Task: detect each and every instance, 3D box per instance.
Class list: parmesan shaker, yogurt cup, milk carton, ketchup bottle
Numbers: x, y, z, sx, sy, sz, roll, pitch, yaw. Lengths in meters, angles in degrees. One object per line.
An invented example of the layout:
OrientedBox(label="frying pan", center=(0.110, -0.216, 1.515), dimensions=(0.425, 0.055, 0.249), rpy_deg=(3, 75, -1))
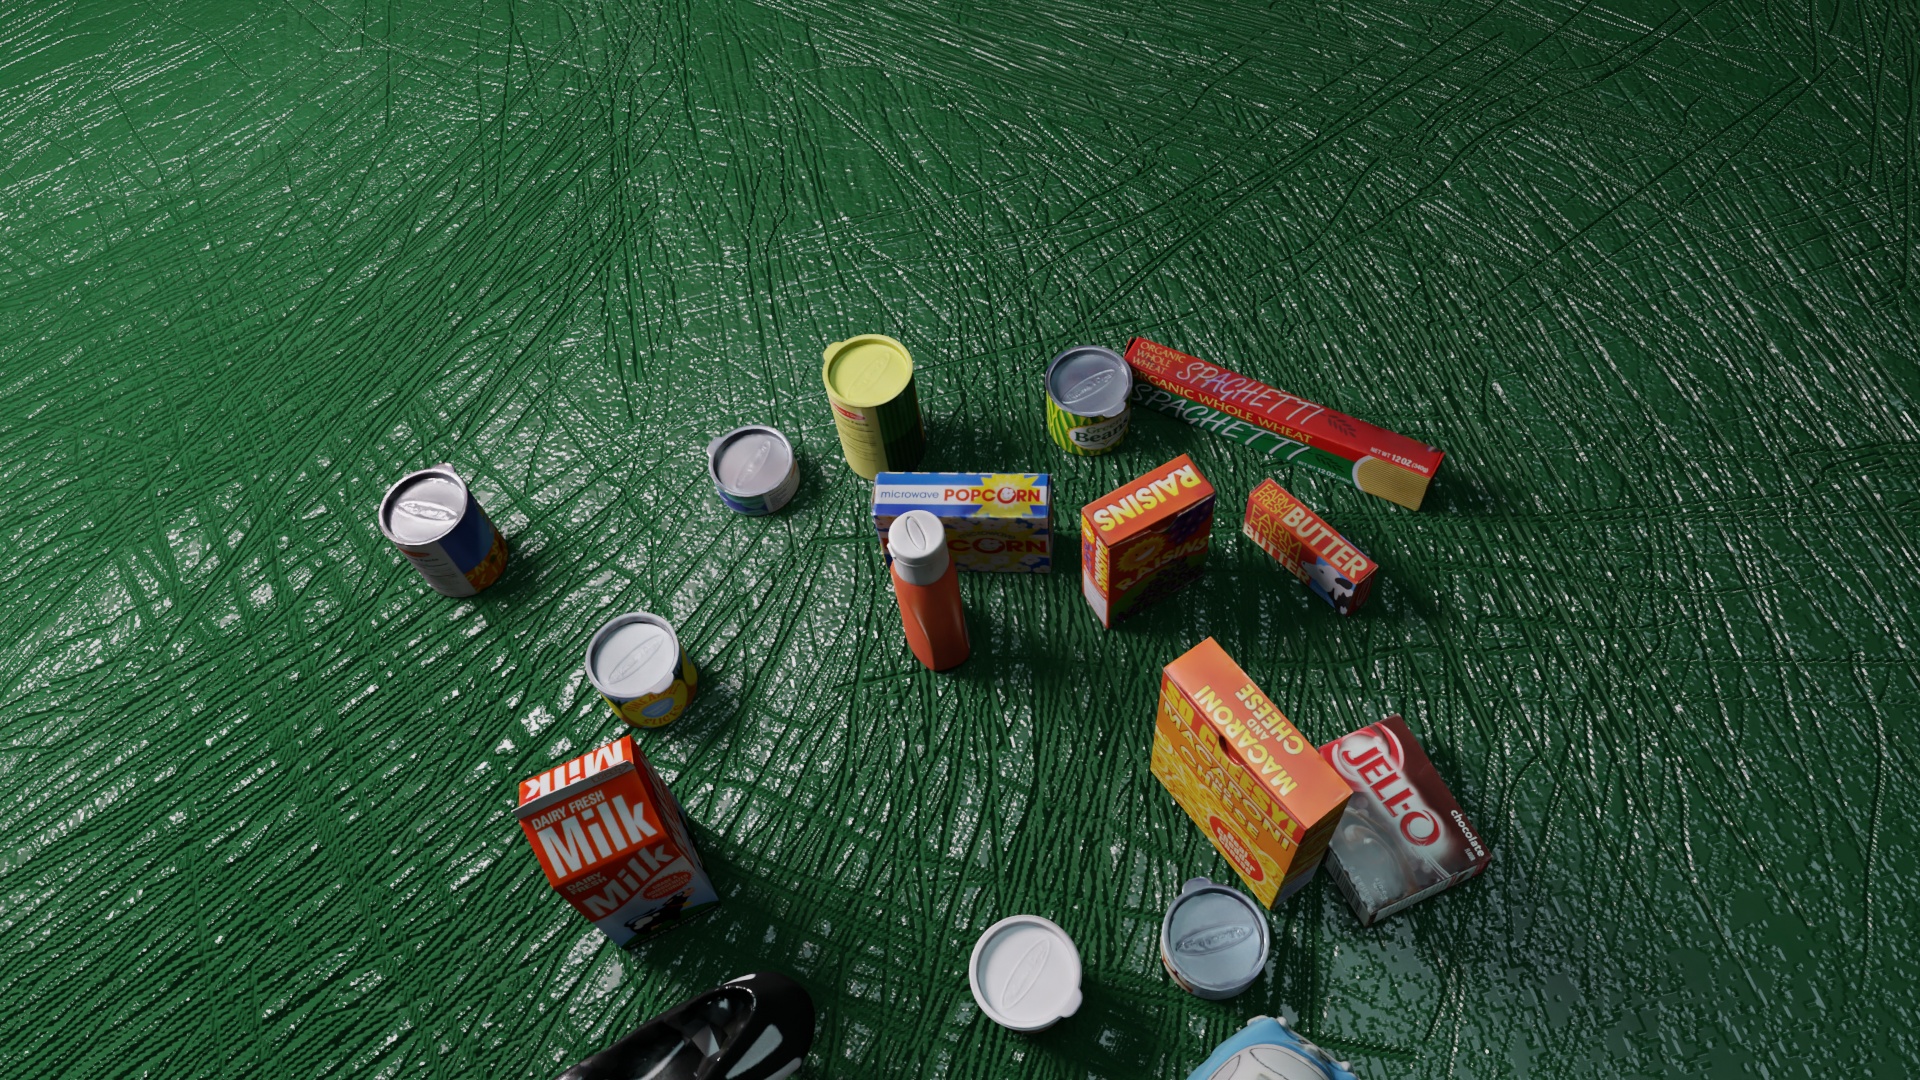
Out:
OrientedBox(label="parmesan shaker", center=(-0.066, -0.101, 1.058), dimensions=(0.071, 0.102, 0.071), rpy_deg=(-2, 60, 4))
OrientedBox(label="yogurt cup", center=(0.041, 0.272, 0.859), dimensions=(0.072, 0.053, 0.073), rpy_deg=(-2, 60, 4))
OrientedBox(label="milk carton", center=(-0.211, 0.183, 0.854), dimensions=(0.072, 0.189, 0.074), rpy_deg=(-24, 61, -9))
OrientedBox(label="ketchup bottle", center=(-0.023, 0.032, 0.950), dimensions=(0.043, 0.148, 0.065), rpy_deg=(-22, 61, -7))

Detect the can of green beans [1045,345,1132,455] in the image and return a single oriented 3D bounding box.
OrientedBox(label="can of green beans", center=(0.099, -0.107, 1.073), dimensions=(0.071, 0.057, 0.071), rpy_deg=(-2, 60, 4))

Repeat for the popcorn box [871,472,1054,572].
OrientedBox(label="popcorn box", center=(0.004, -0.013, 1.010), dimensions=(0.127, 0.085, 0.038), rpy_deg=(1, 60, 6))

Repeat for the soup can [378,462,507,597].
OrientedBox(label="soup can", center=(-0.385, -0.007, 1.042), dimensions=(0.071, 0.083, 0.071), rpy_deg=(-2, 60, 4))

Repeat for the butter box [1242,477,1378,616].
OrientedBox(label="butter box", center=(0.249, 0.005, 0.997), dimensions=(0.024, 0.053, 0.104), rpy_deg=(-38, 64, -16))

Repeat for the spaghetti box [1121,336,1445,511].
OrientedBox(label="spaghetti box", center=(0.237, -0.090, 1.055), dimensions=(0.250, 0.050, 0.029), rpy_deg=(24, 65, 18))

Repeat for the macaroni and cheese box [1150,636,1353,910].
OrientedBox(label="macaroni and cheese box", center=(0.173, 0.148, 0.855), dimensions=(0.040, 0.165, 0.124), rpy_deg=(-33, 63, -13))

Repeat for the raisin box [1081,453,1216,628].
OrientedBox(label="raisin box", center=(0.129, 0.003, 0.968), dimensions=(0.086, 0.123, 0.040), rpy_deg=(-27, 61, -10))

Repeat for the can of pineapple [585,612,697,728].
OrientedBox(label="can of pineapple", center=(-0.224, 0.094, 0.984), dimensions=(0.071, 0.057, 0.071), rpy_deg=(-2, 60, 4))

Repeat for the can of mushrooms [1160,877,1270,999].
OrientedBox(label="can of mushrooms", center=(0.159, 0.250, 0.873), dimensions=(0.071, 0.033, 0.071), rpy_deg=(-2, 60, 4))

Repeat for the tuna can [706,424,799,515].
OrientedBox(label="tuna can", center=(-0.162, -0.055, 1.080), dimensions=(0.071, 0.032, 0.071), rpy_deg=(-2, 60, 4))
